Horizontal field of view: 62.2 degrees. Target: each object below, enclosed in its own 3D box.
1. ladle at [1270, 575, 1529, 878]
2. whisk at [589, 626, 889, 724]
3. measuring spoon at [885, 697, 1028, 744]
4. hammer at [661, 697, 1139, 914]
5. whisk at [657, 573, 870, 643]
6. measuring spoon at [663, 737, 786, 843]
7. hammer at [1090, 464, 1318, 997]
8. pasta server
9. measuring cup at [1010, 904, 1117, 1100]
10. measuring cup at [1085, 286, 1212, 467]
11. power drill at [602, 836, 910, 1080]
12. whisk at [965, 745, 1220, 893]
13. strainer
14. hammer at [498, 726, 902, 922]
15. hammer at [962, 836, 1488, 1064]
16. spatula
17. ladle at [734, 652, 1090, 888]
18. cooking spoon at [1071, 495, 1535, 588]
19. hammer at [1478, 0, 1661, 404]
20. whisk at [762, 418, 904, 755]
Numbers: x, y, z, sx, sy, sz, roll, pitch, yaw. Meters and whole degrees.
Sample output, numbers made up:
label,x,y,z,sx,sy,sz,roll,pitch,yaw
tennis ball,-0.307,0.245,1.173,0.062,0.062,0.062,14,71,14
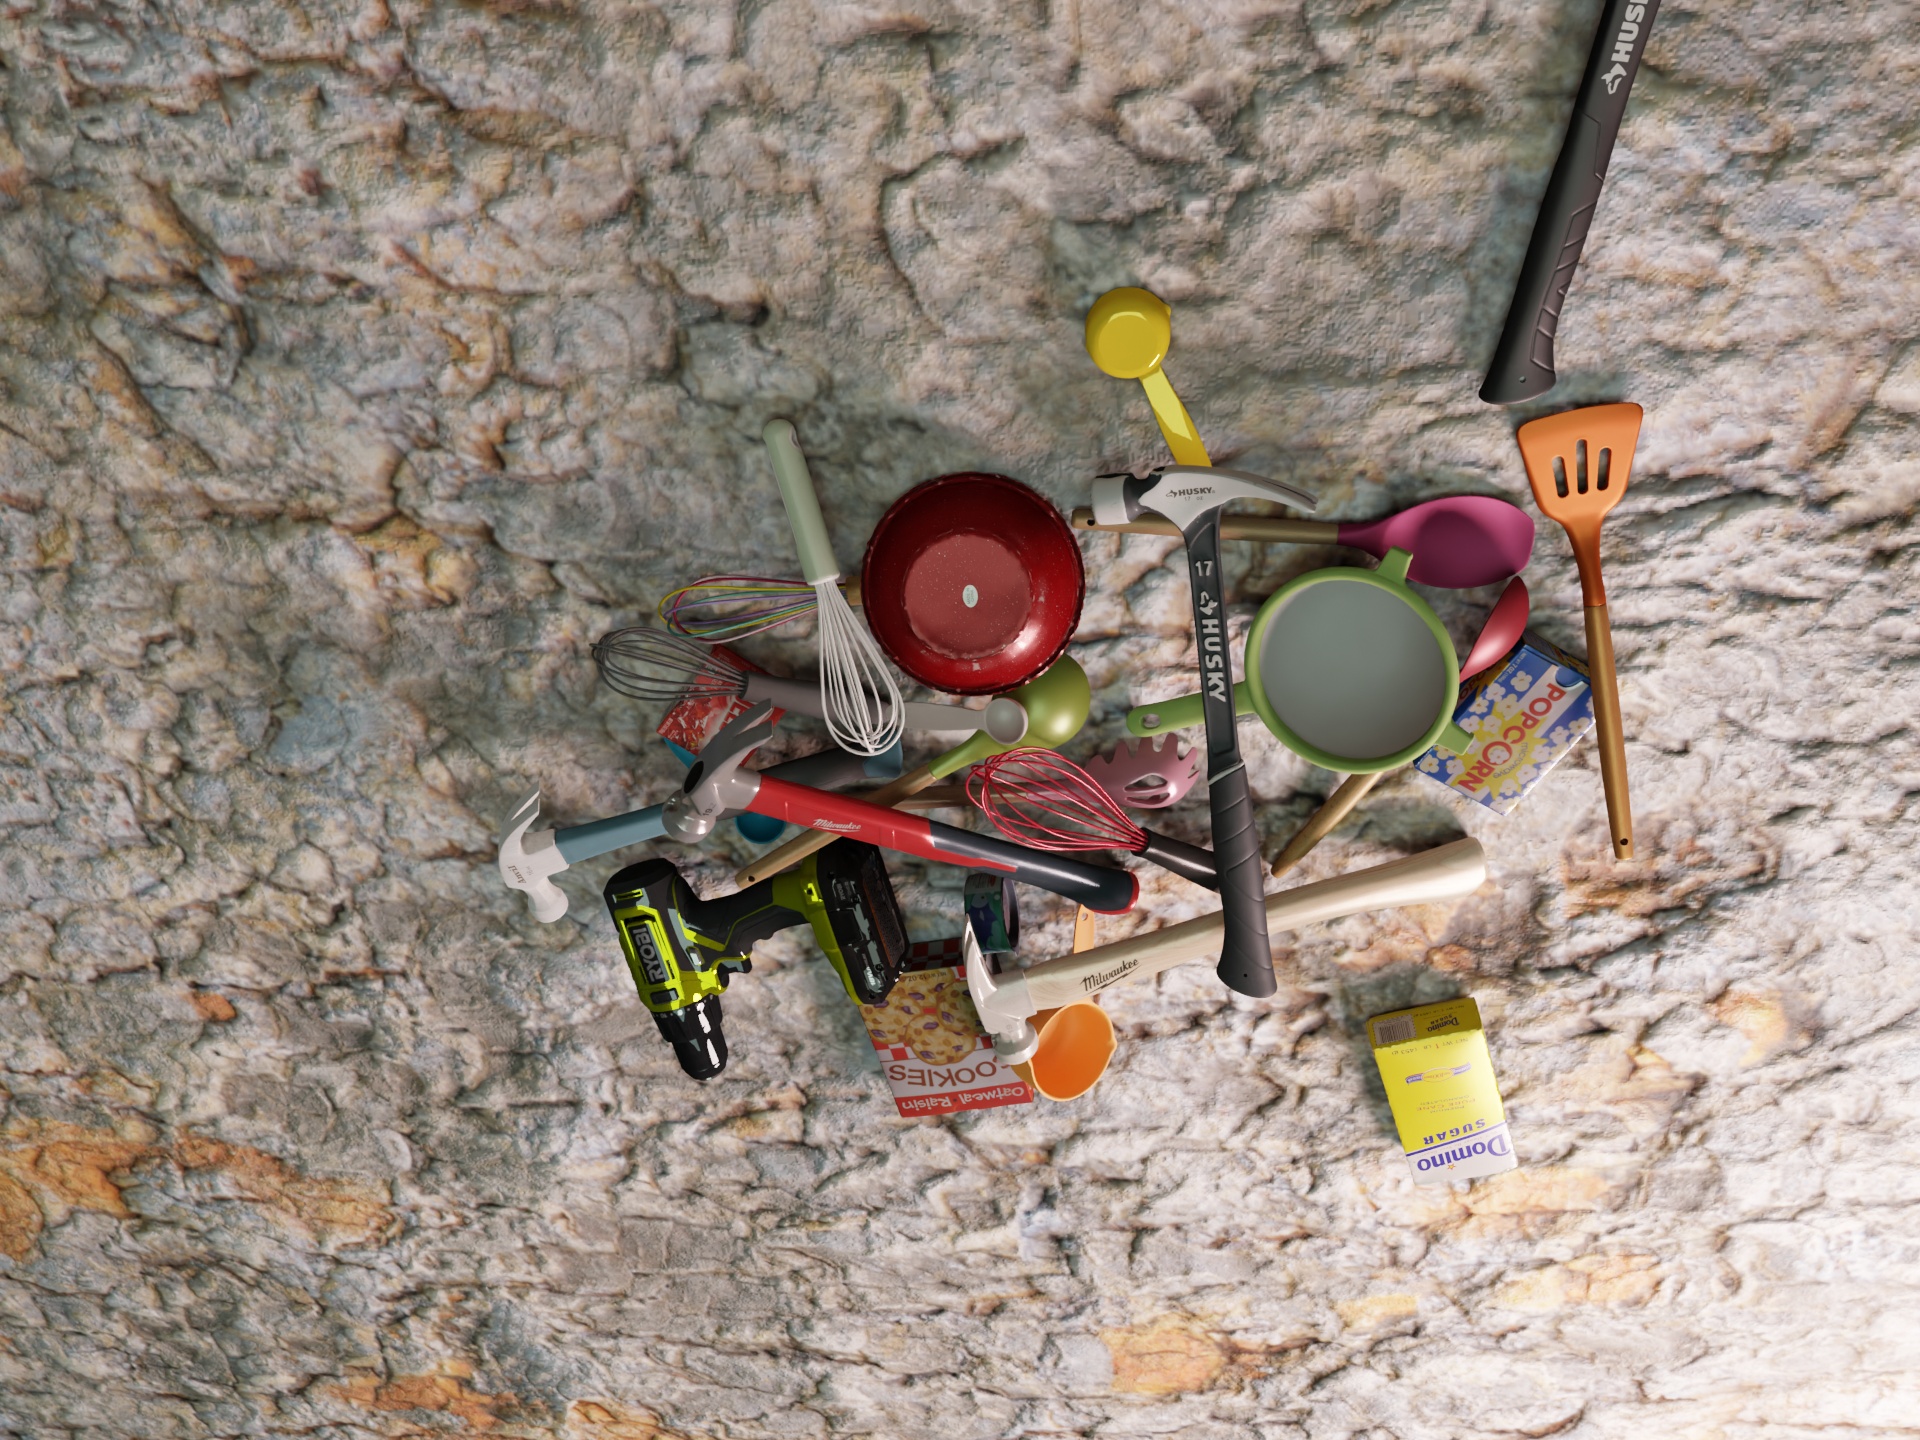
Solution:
label,x,y,z,sx,sy,sz,roll,pitch,yaw
ladle,0.322,0.017,1.181,0.031,0.069,0.315,44,128,13
whisk,-0.157,-0.027,1.173,0.238,0.055,0.055,12,126,-27
measuring spoon,-0.002,-0.004,1.161,0.124,0.018,0.034,4,106,34
hammer,-0.015,0.080,1.181,0.386,0.038,0.143,17,138,-29
whisk,-0.104,-0.093,1.162,0.245,0.051,0.047,-8,116,8
measuring spoon,-0.190,0.047,1.279,0.042,0.021,0.128,-42,101,14
hammer,0.192,0.017,1.131,0.149,0.036,0.408,-2,112,20
pasta server,0.028,0.053,1.250,0.316,0.040,0.060,-4,122,14
measuring cup,0.084,0.230,1.341,0.095,0.052,0.173,0,99,-34
measuring cup,0.133,-0.214,1.062,0.062,0.029,0.156,-23,115,20
power drill,-0.164,0.194,1.310,0.228,0.080,0.190,-14,103,15
whisk,0.123,0.086,1.200,0.295,0.073,0.073,24,125,-34
strainer,0.241,-0.032,1.153,0.256,0.069,0.151,-15,102,36
hammer,-0.202,0.069,1.241,0.331,0.033,0.128,-16,135,2
hammer,0.205,0.156,1.237,0.410,0.038,0.146,-17,127,3
spatula,0.440,-0.055,1.093,0.081,0.041,0.322,-9,102,12
ladle,-0.042,0.044,1.212,0.320,0.062,0.078,-30,114,17
cooking spoon,0.237,-0.132,1.110,0.319,0.017,0.068,4,117,4
hammer,0.370,-0.348,0.949,0.146,0.035,0.334,8,123,1
whisk,-0.095,-0.092,1.122,0.059,0.058,0.246,-15,98,13
